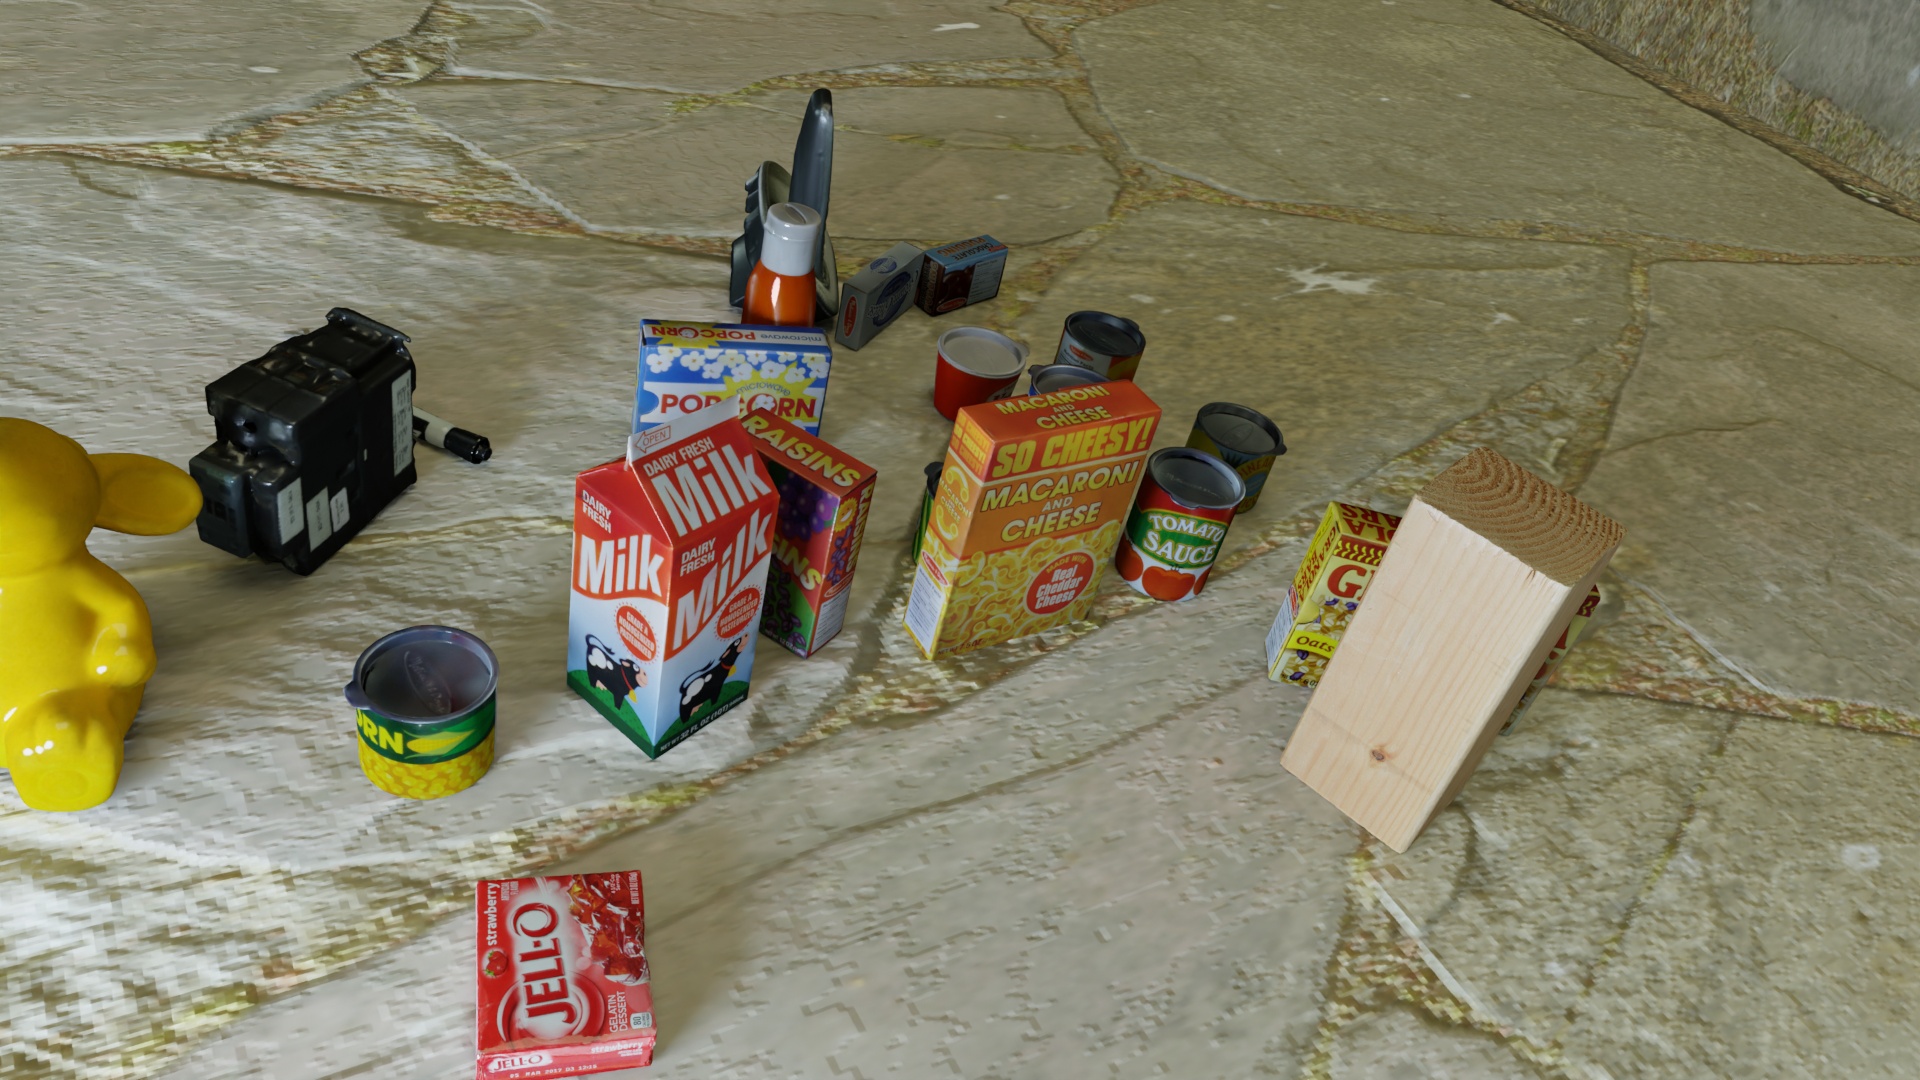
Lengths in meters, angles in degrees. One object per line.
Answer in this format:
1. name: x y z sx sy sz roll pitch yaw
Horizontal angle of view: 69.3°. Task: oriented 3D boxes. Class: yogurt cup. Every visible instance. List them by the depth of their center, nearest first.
1. yogurt cup: 0.011 -0.122 1.050 0.072 0.053 0.073 10 38 -8

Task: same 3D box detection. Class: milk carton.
1. milk carton: -0.148 0.013 0.711 0.073 0.189 0.073 35 41 23

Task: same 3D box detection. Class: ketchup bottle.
1. ketchup bottle: -0.127 -0.162 0.974 0.044 0.148 0.065 -13 45 -32

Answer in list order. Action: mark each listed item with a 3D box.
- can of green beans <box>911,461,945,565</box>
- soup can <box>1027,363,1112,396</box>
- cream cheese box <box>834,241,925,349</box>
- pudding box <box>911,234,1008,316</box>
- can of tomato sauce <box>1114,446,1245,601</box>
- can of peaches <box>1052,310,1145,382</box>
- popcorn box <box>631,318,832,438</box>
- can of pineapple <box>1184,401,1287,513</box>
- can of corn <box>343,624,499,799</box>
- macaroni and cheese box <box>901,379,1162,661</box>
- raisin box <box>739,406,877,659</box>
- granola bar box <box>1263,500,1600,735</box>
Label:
1. can of green beans: 0.005 -0.010 0.903 0.071 0.057 0.071 10 38 -8
2. soup can: 0.071 -0.074 0.986 0.071 0.083 0.072 10 38 -8
3. cream cheese box: -0.065 -0.198 1.120 0.024 0.053 0.104 25 38 12
4. pudding box: 0.000 -0.226 1.181 0.030 0.049 0.084 38 43 27
5. can of tomato sauce: 0.145 -0.009 0.931 0.071 0.082 0.071 10 38 -8
6. can of peaches: 0.109 -0.142 1.106 0.071 0.057 0.071 10 38 -8
7. popcorn box: -0.156 -0.102 0.941 0.127 0.084 0.038 0 40 -19
8. can of pineapple: 0.200 -0.060 1.035 0.071 0.057 0.071 10 38 -8
9. can of corn: -0.266 0.086 0.686 0.071 0.058 0.071 10 38 -8
10. macaroni and cheese box: 0.040 -0.012 0.829 0.124 0.165 0.040 -13 46 -32
11. raisin box: -0.102 -0.004 0.804 0.086 0.122 0.040 30 39 18
12. granola bar box: 0.291 0.051 0.871 0.166 0.123 0.039 13 37 -3
